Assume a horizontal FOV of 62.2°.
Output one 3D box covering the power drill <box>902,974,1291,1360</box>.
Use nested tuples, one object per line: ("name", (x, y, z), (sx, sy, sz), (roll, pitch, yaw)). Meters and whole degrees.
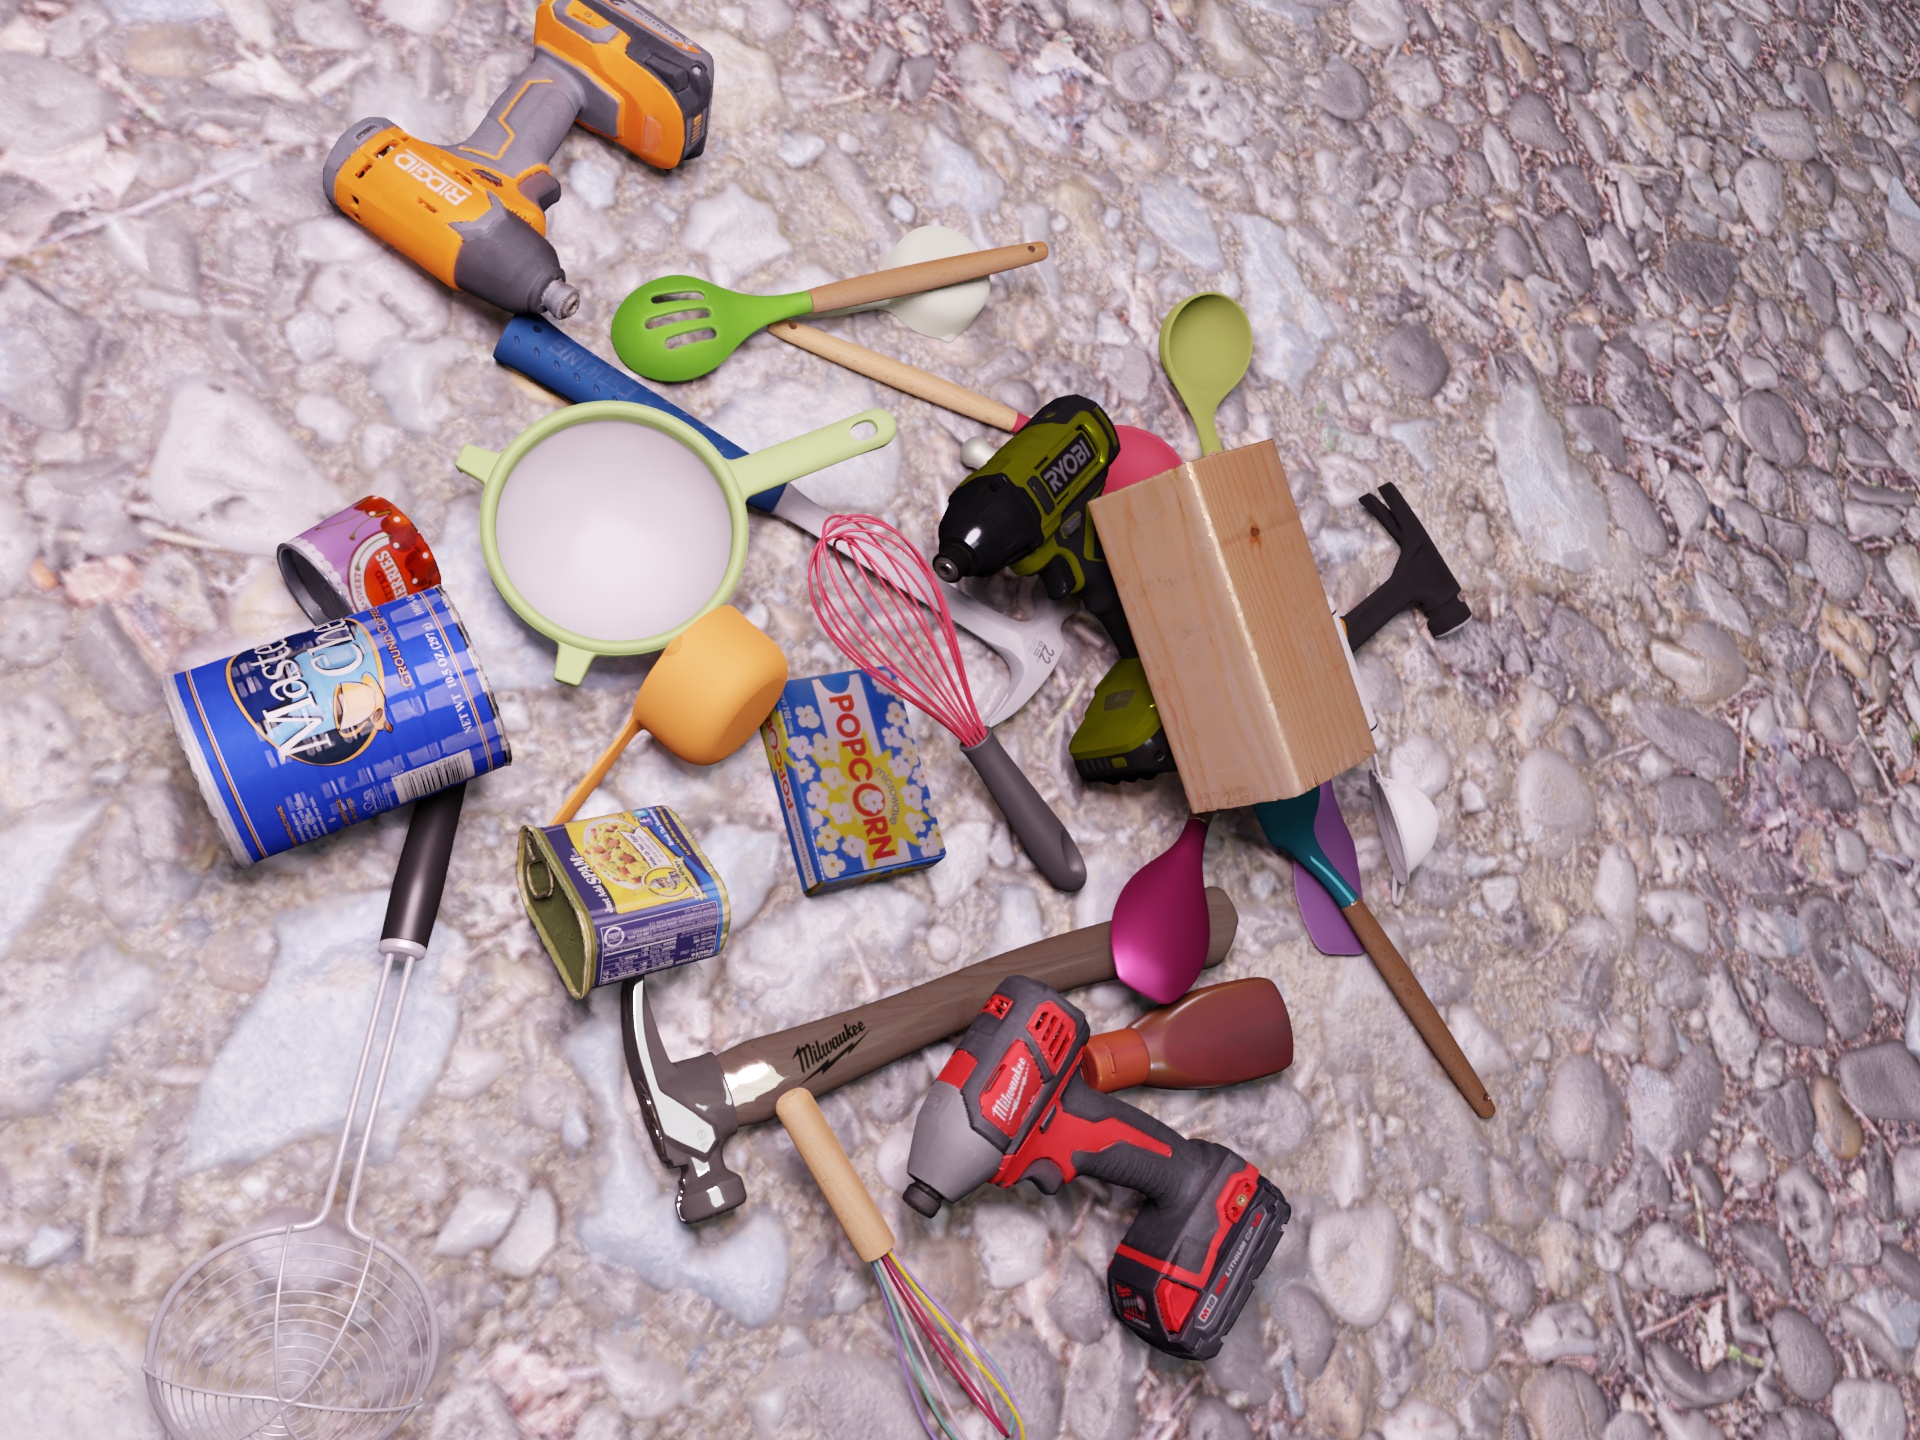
("power drill", (0.072, 0.264, 0.914), (0.219, 0.078, 0.143), (41, 70, -16))

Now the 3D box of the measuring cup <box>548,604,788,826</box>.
("measuring cup", (-0.165, 0.016, 0.904), (0.052, 0.095, 0.173), (37, 79, 8))

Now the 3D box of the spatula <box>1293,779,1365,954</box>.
("spatula", (0.256, 0.012, 1.155), (0.059, 0.018, 0.316), (7, 70, -25))

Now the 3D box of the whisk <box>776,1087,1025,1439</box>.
("whisk", (-0.031, 0.305, 0.868), (0.051, 0.047, 0.245), (-33, 99, -29))

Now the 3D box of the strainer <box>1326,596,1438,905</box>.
("strainer", (0.285, 0.015, 1.099), (0.050, 0.087, 0.258), (-22, 110, 8))

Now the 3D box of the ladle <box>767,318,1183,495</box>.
("ladle", (0.014, -0.218, 1.111), (0.315, 0.031, 0.069), (19, 61, -18))

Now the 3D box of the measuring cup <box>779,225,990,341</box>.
("measuring cup", (-0.052, -0.302, 1.100), (0.167, 0.038, 0.083), (-16, 80, -32))

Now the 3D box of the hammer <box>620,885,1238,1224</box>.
("hammer", (-0.001, 0.160, 0.963), (0.410, 0.038, 0.146), (-14, 78, -30))

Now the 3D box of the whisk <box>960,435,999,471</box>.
("whisk", (0.103, -0.122, 1.111), (0.246, 0.058, 0.059), (35, 90, -7))

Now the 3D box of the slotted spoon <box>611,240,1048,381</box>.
("slotted spoon", (-0.078, -0.286, 1.059), (0.313, 0.031, 0.070), (-18, 85, -22))

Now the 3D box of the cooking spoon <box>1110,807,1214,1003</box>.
("cooking spoon", (0.166, 0.051, 1.073), (0.068, 0.017, 0.319), (29, 54, -6))

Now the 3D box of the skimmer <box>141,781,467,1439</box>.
("skimmer", (-0.302, 0.183, 0.806), (0.127, 0.090, 0.364), (15, 56, -19))

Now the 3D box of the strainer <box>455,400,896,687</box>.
("strainer", (-0.157, -0.126, 0.948), (0.256, 0.069, 0.151), (-25, 86, -19))

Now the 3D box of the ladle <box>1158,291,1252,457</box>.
("ladle", (0.193, -0.174, 1.136), (0.078, 0.062, 0.320), (12, 56, -27))

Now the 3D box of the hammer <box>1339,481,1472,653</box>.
("hammer", (0.257, -0.054, 1.144), (0.337, 0.034, 0.127), (-36, 96, -38))

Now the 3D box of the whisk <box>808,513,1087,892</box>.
("whisk", (-0.002, -0.003, 0.974), (0.073, 0.073, 0.295), (-50, 117, -31))

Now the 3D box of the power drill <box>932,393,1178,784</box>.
("power drill", (0.079, -0.075, 1.021), (0.171, 0.080, 0.223), (-48, 114, -36))

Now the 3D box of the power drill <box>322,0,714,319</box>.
("power drill", (-0.250, -0.345, 0.979), (0.164, 0.084, 0.226), (36, 61, 4))

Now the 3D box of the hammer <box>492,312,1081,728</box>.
("hammer", (-0.108, -0.132, 1.013), (0.405, 0.035, 0.144), (31, 61, -14))

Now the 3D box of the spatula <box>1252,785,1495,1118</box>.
("spatula", (0.289, 0.146, 1.096), (0.082, 0.044, 0.317), (-38, 97, -32))
